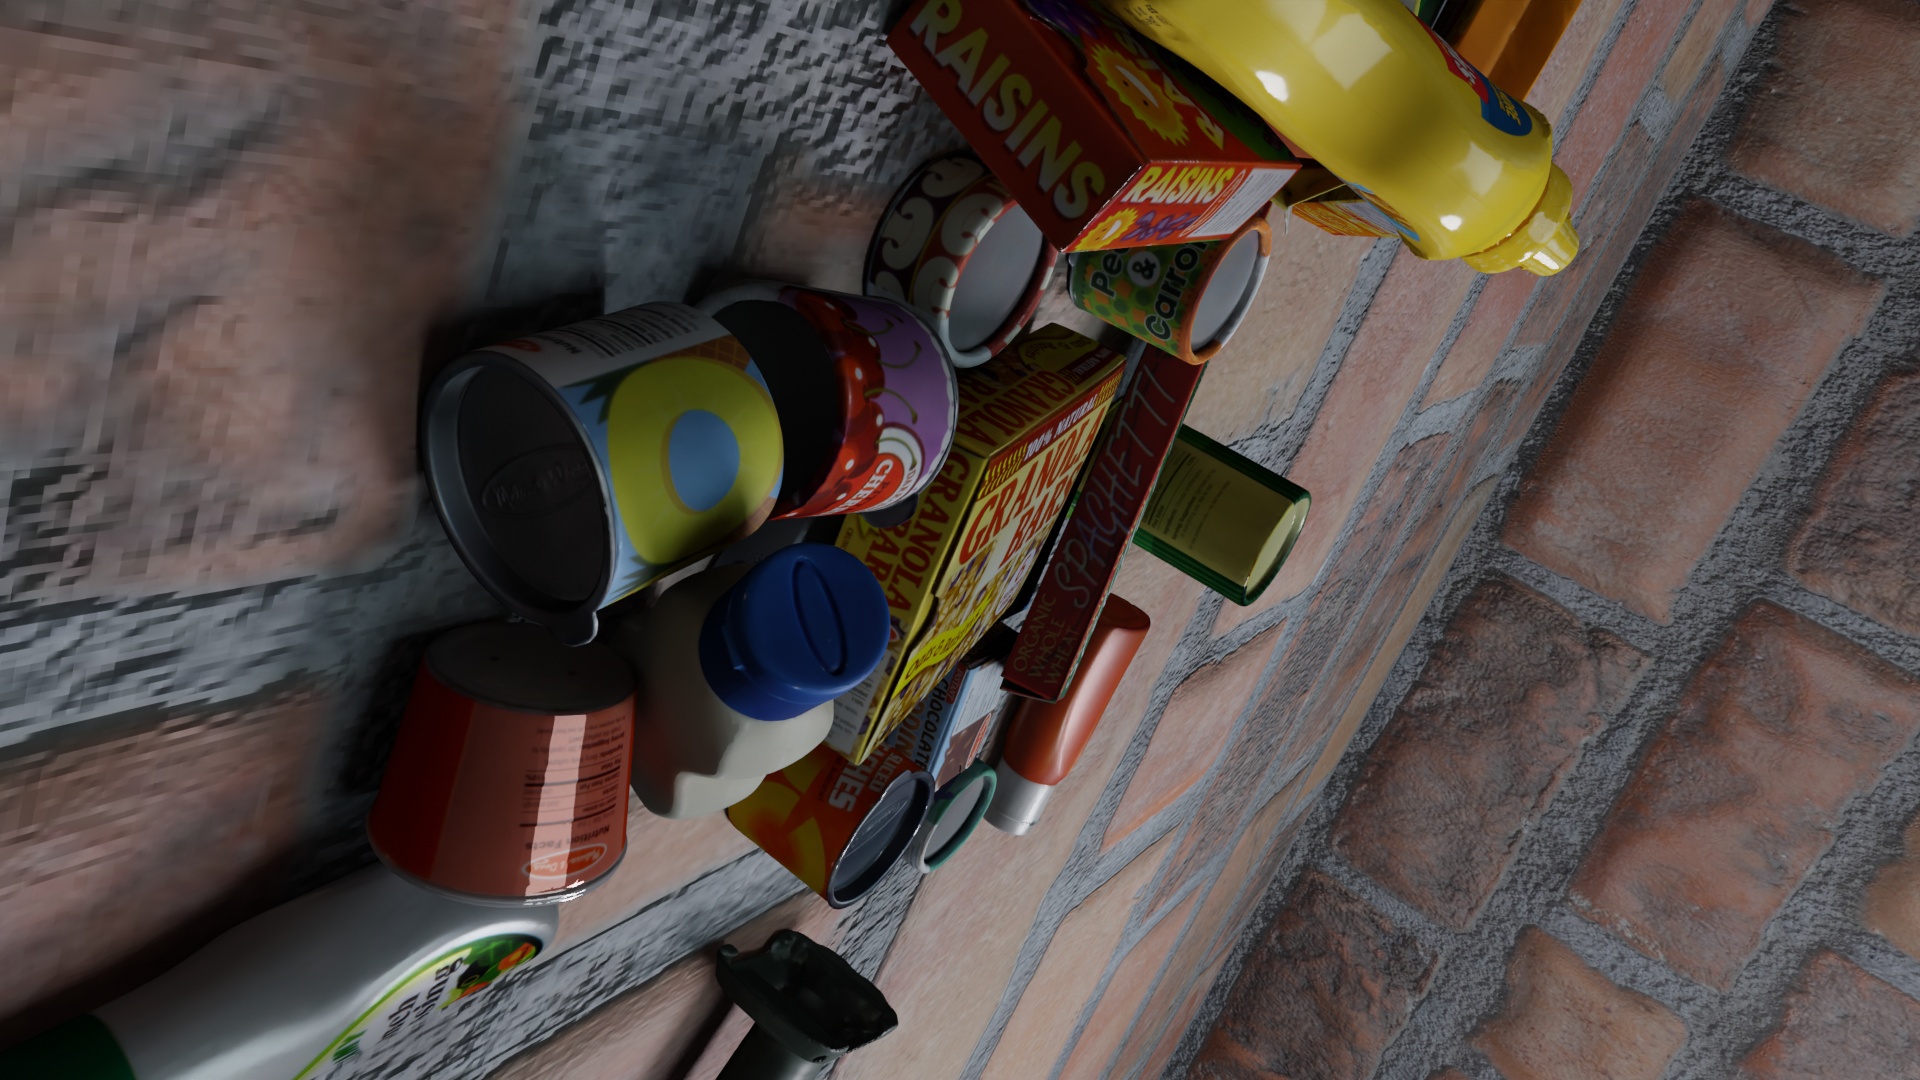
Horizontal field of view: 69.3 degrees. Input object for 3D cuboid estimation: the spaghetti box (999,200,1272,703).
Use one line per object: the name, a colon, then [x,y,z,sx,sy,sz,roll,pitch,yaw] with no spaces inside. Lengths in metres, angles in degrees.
spaghetti box: [0.081,-0.042,0.639,0.050,0.029,0.250,27,86,-81]

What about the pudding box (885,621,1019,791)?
pudding box: [-0.005,0.079,0.670,0.050,0.030,0.083,-26,141,-54]

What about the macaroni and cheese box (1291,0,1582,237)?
macaroni and cheese box: [0.211,-0.204,0.643,0.123,0.040,0.167,-61,-173,11]

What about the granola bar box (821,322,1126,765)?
granola bar box: [0.002,-0.006,0.516,0.123,0.039,0.166,-66,168,25]

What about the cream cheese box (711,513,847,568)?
cream cheese box: [-0.069,0.025,0.479,0.104,0.024,0.053,-58,157,0]

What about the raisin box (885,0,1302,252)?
raisin box: [0.046,-0.133,0.426,0.040,0.086,0.124,-44,167,33]

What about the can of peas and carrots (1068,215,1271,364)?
can of peas and carrots: [0.086,-0.114,0.575,0.071,0.059,0.070,-45,154,-30]

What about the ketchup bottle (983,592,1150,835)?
ketchup bottle: [0.057,0.102,0.808,0.065,0.043,0.148,-4,123,-61]

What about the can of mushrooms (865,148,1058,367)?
can of mushrooms: [0.003,-0.095,0.463,0.071,0.033,0.070,-44,153,-29]

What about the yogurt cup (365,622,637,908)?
yogurt cup: [-0.119,0.057,0.371,0.072,0.072,0.053,-13,122,-59]

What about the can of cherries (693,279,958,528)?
can of cherries: [-0.042,-0.037,0.396,0.058,0.071,0.071,-7,125,-61]

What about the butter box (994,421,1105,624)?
butter box: [0.027,-0.011,0.630,0.053,0.024,0.103,-21,137,-56]

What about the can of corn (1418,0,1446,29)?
can of corn: [0.171,-0.231,0.577,0.071,0.058,0.071,21,95,-85]

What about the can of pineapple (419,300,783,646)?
can of pineapple: [-0.085,-0.019,0.336,0.058,0.071,0.070,-30,145,-49]

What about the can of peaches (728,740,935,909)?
can of peaches: [-0.053,0.105,0.571,0.071,0.058,0.071,-44,153,-29]

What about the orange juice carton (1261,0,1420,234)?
orange juice carton: [0.129,-0.202,0.500,0.191,0.073,0.072,76,26,-58]

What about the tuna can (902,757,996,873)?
tuna can: [-0.011,0.137,0.726,0.071,0.033,0.070,-44,154,-29]

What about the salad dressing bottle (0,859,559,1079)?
salad dressing bottle: [-0.175,0.118,0.352,0.148,0.044,0.064,-22,162,-49]

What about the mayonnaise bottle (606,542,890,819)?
mayonnaise bottle: [-0.062,0.037,0.377,0.041,0.065,0.147,-14,171,-29]

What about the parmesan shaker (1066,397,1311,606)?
parmesan shaker: [0.112,-0.017,0.691,0.071,0.103,0.071,-45,154,-29]
